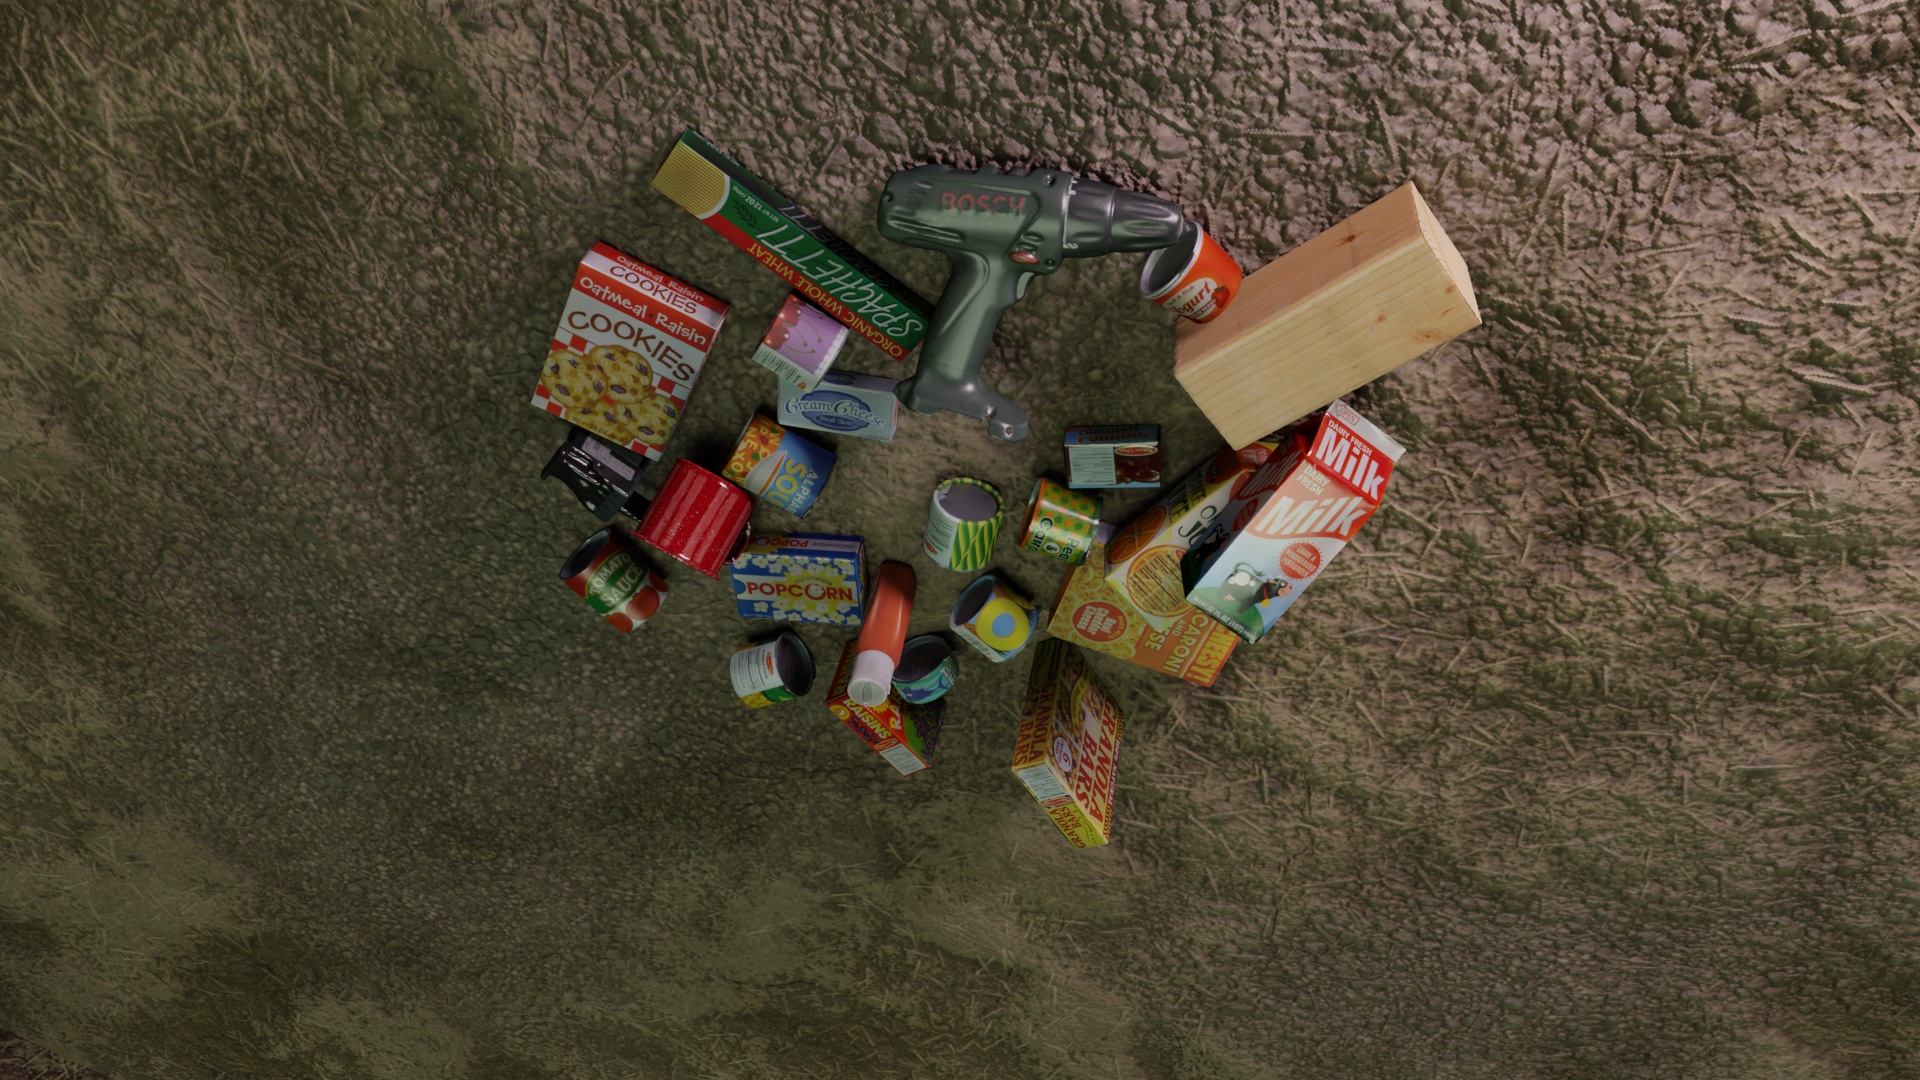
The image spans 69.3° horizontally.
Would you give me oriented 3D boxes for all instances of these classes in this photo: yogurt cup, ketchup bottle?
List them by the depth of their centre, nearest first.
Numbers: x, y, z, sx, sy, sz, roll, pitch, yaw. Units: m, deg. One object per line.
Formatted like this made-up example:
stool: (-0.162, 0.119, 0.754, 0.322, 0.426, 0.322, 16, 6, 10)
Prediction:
yogurt cup: (0.178, -0.202, 1.064, 0.054, 0.073, 0.072, 30, 128, -24)
ketchup bottle: (-0.073, 0.089, 1.293, 0.043, 0.149, 0.064, 11, 130, 0)

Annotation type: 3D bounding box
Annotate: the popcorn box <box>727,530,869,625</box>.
popcorn box: (-0.154, 0.036, 1.338, 0.127, 0.038, 0.084, 3, 130, 8)

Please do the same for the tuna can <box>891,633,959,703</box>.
tuna can: (-0.034, 0.126, 1.371, 0.071, 0.071, 0.032, -15, 126, 21)

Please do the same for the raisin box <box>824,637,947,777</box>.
raisin box: (-0.074, 0.165, 1.396, 0.040, 0.086, 0.123, -25, 120, 33)

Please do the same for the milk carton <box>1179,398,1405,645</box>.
milk carton: (0.260, -0.019, 1.091, 0.072, 0.074, 0.190, 35, 111, -10)

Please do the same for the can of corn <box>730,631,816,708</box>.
can of corn: (-0.190, 0.132, 1.407, 0.058, 0.071, 0.071, -18, 124, 24)

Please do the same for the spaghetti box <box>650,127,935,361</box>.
spaghetti box: (-0.130, -0.234, 1.118, 0.250, 0.029, 0.050, 34, 126, -17)

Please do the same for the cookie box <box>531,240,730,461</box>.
cookie box: (-0.287, -0.161, 1.202, 0.123, 0.040, 0.166, 26, 130, -10)

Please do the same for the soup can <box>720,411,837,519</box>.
soup can: (-0.162, -0.065, 1.235, 0.084, 0.072, 0.071, 29, 128, -12)

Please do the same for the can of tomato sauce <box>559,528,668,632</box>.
can of tomato sauce: (-0.337, 0.040, 1.356, 0.071, 0.071, 0.083, -27, 120, 28)

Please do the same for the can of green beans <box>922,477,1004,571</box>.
can of green beans: (0.003, -0.015, 1.248, 0.071, 0.071, 0.057, 13, 130, 0)

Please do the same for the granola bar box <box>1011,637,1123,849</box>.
granola bar box: (0.106, 0.192, 1.333, 0.039, 0.166, 0.124, -20, 123, 27)

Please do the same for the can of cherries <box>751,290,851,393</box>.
can of cherries: (-0.132, -0.167, 1.153, 0.058, 0.072, 0.071, 30, 128, -13)

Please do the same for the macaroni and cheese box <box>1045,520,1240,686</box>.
macaroni and cheese box: (0.179, 0.059, 1.292, 0.166, 0.040, 0.123, 19, 129, -4)

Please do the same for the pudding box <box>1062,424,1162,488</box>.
pudding box: (0.133, -0.072, 1.200, 0.084, 0.030, 0.049, -1, 128, 11)

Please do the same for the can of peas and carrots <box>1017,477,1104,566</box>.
can of peas and carrots: (0.088, -0.015, 1.229, 0.059, 0.071, 0.070, 19, 130, -4)

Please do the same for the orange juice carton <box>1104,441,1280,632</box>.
orange juice carton: (0.216, -0.015, 1.178, 0.192, 0.072, 0.073, -40, 105, 20)

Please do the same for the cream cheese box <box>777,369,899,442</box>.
cream cheese box: (-0.107, -0.120, 1.210, 0.104, 0.024, 0.053, 10, 130, 3)

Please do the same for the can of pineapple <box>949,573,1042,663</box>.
can of pineapple: (0.033, 0.072, 1.315, 0.058, 0.071, 0.070, 39, 125, -20)
